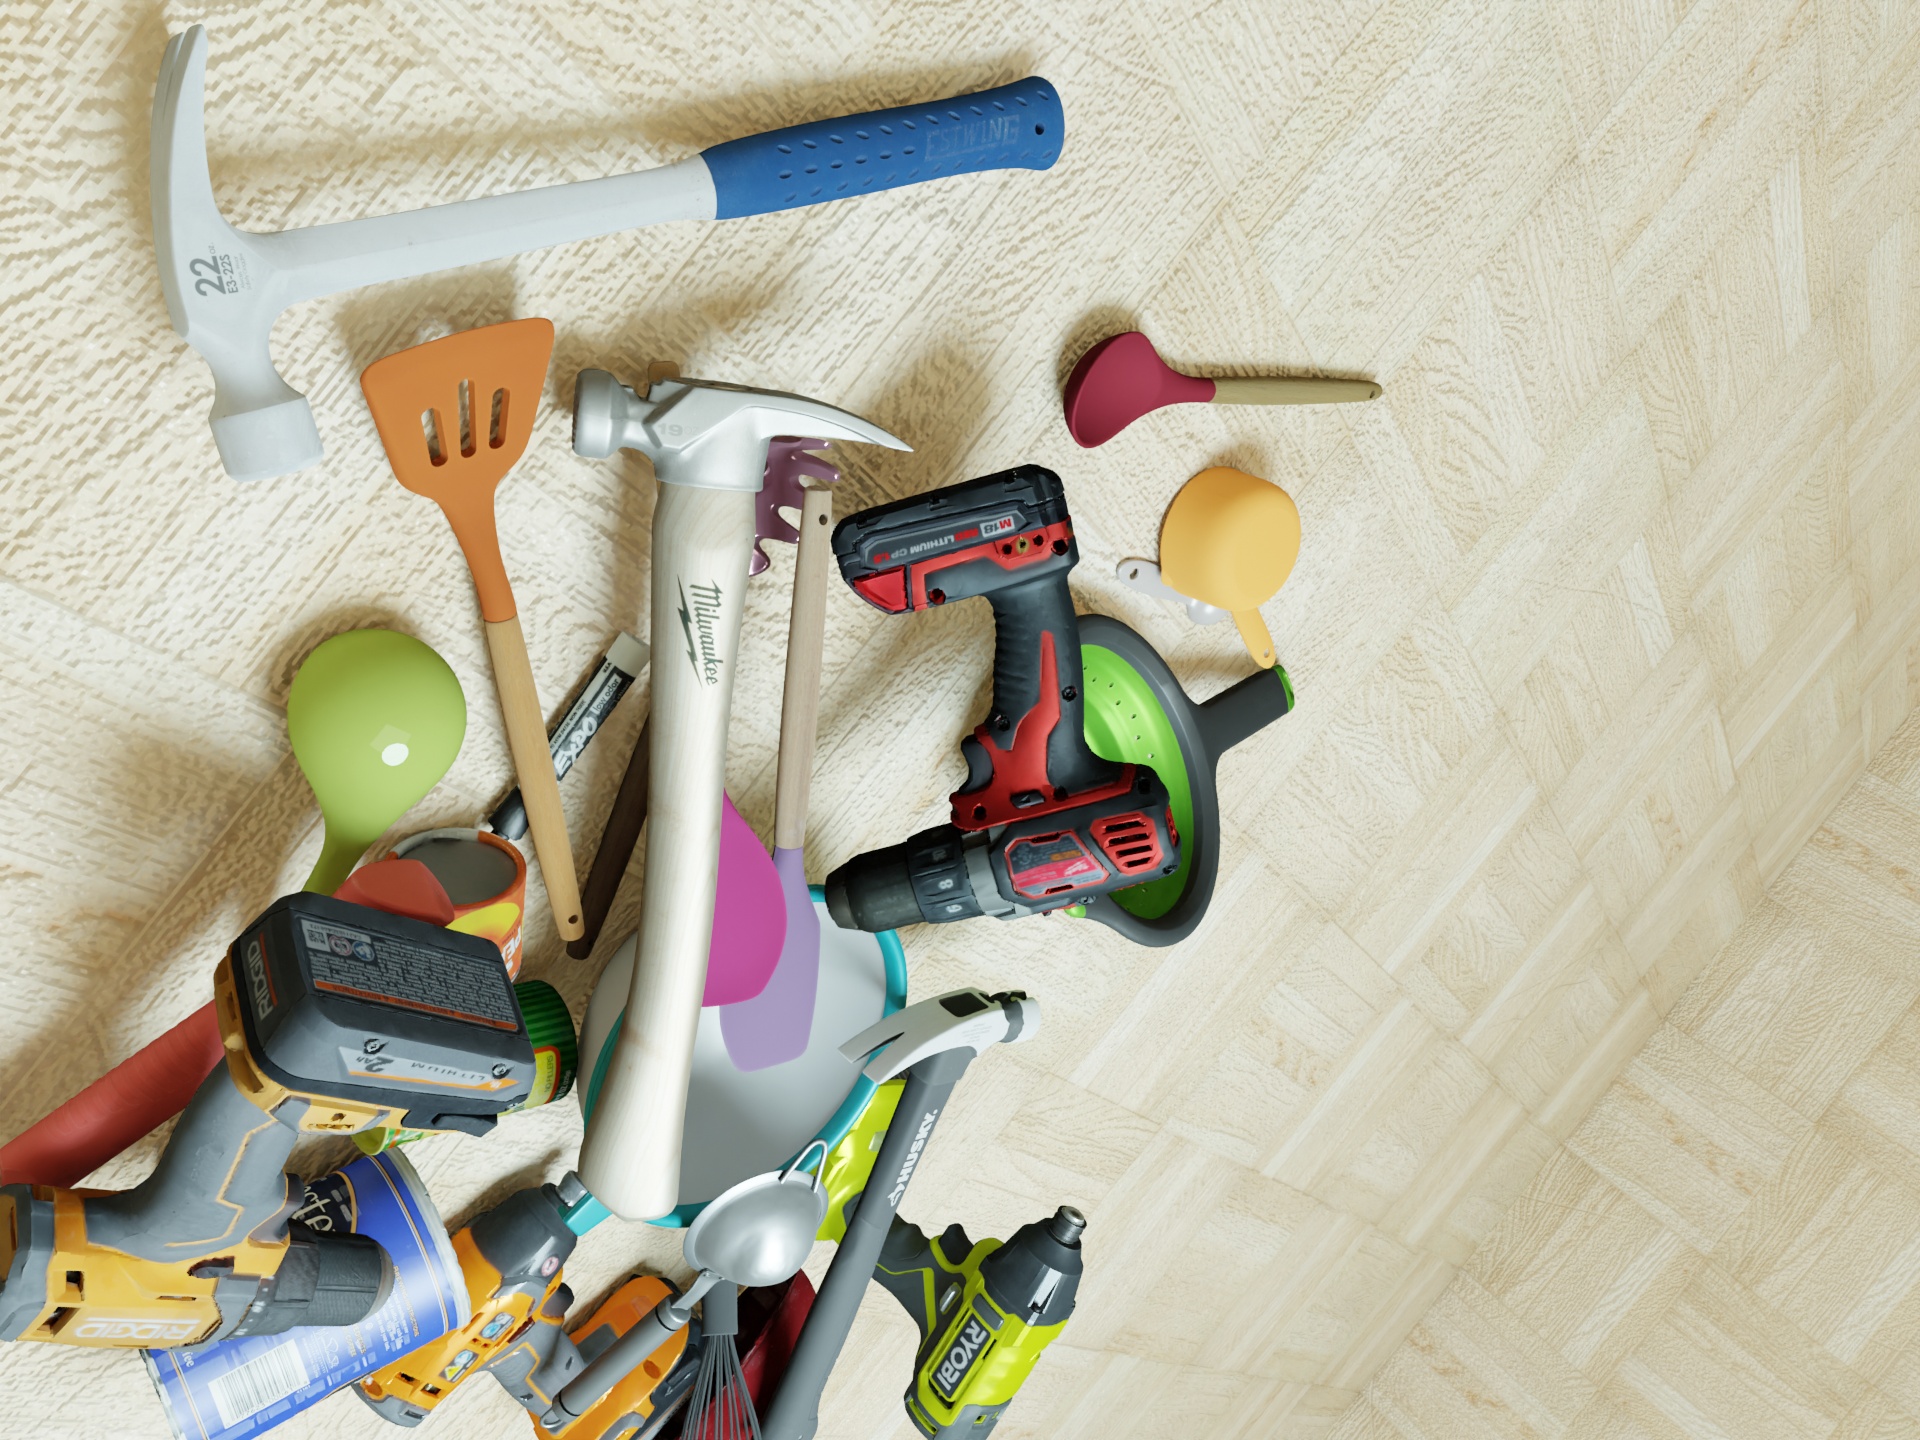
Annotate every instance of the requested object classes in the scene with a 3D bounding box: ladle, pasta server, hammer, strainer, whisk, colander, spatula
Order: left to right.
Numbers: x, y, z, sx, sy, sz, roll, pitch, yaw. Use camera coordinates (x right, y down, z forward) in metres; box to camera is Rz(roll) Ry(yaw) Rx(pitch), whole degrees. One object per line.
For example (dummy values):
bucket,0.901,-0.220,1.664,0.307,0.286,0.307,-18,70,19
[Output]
hammer,-0.371,0.182,0.683,0.359,0.037,0.149,-35,140,-4
ladle,-0.311,0.099,0.724,0.078,0.062,0.320,7,122,-50
spatula,-0.198,-0.023,0.713,0.081,0.041,0.322,-25,129,-30
hammer,-0.113,-0.219,0.639,0.405,0.035,0.144,-26,117,-35
pasta server,-0.142,-0.005,0.803,0.060,0.040,0.316,-8,127,-55
strainer,-0.157,0.334,0.906,0.258,0.050,0.086,-44,134,17
hammer,-0.121,0.050,0.746,0.146,0.038,0.410,4,107,-15
whisk,-0.150,0.382,0.993,0.055,0.239,0.055,-3,158,-1
spatula,-0.086,0.039,0.797,0.059,0.018,0.315,-7,114,-36
strainer,-0.095,0.173,0.946,0.340,0.095,0.211,3,110,-48
hammer,-0.062,0.315,0.972,0.146,0.035,0.334,4,113,-52
colander,0.113,0.026,1.044,0.397,0.094,0.204,-23,95,-55
ladle,0.167,-0.201,0.965,0.315,0.031,0.069,-11,130,-43

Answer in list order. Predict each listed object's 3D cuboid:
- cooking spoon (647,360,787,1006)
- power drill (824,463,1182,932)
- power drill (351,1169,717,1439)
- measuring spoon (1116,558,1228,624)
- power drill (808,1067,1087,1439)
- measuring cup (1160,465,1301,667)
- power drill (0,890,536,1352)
cooking spoon,-0.125,-0.008,0.755,0.068,0.017,0.318,-7,109,-13
power drill,-0.001,-0.003,0.816,0.188,0.080,0.226,-15,99,9
power drill,-0.244,0.370,0.977,0.164,0.084,0.226,-46,139,-10
measuring spoon,0.143,-0.084,1.042,0.124,0.018,0.034,12,111,-49
power drill,-0.022,0.335,1.052,0.080,0.223,0.171,16,108,-51
measuring cup,0.194,-0.087,1.040,0.095,0.052,0.173,-46,132,-15
power drill,-0.276,0.185,0.670,0.226,0.084,0.185,-45,140,14
